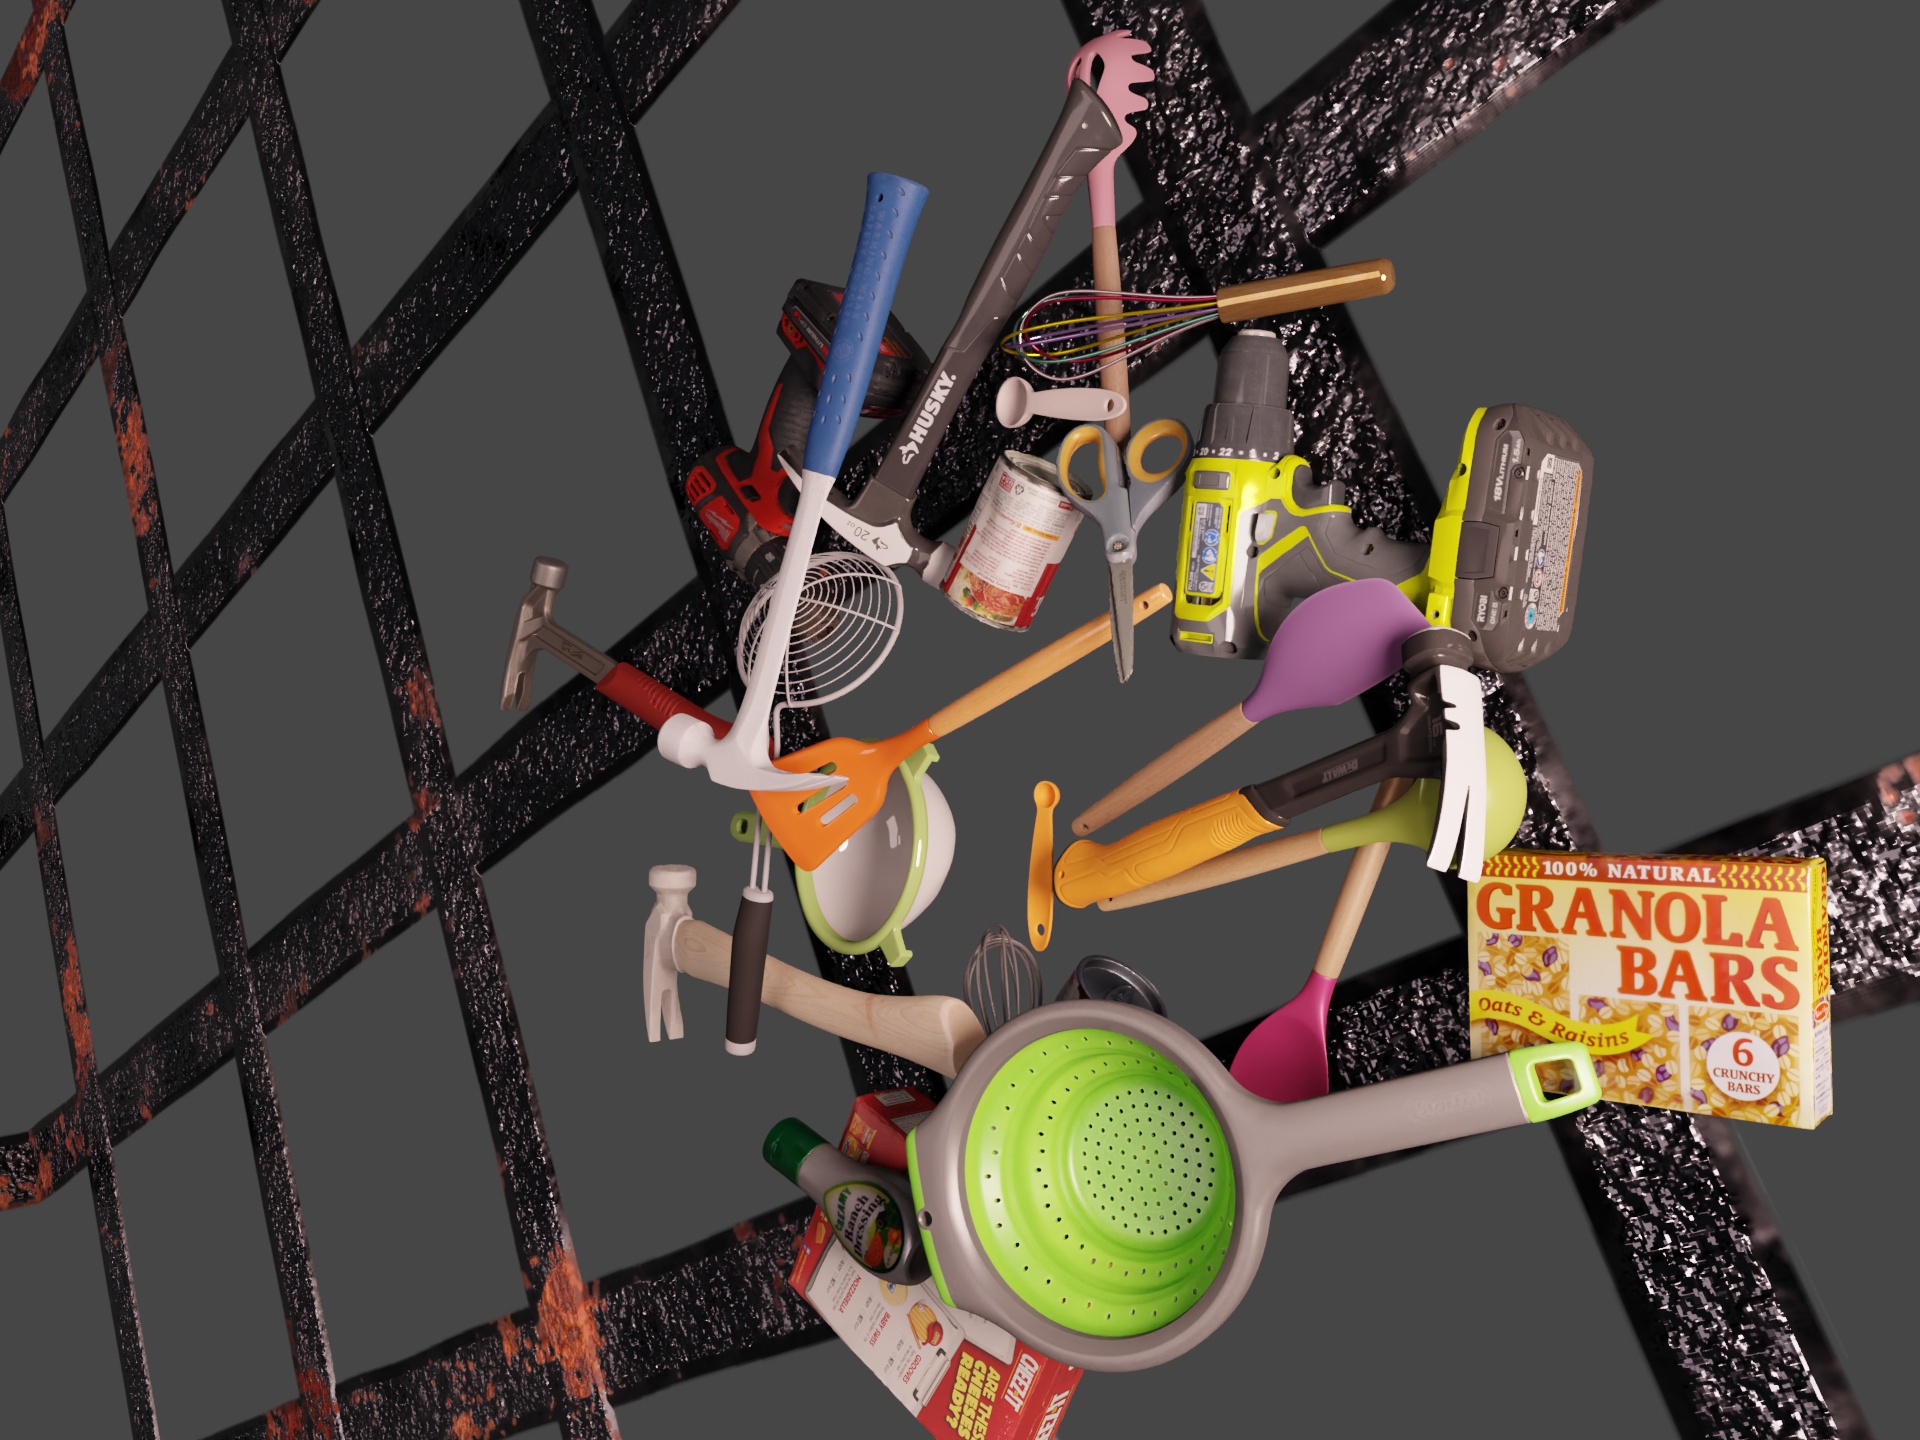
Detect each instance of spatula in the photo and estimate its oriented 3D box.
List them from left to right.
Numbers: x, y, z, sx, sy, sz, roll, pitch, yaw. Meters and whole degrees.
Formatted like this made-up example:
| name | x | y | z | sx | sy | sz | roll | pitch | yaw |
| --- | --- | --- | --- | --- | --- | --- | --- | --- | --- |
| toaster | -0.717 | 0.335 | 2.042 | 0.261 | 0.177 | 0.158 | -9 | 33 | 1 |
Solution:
| name | x | y | z | sx | sy | sz | roll | pitch | yaw |
| --- | --- | --- | --- | --- | --- | --- | --- | --- | --- |
| spatula | -0.002 | -0.003 | 1.011 | 0.322 | 0.041 | 0.081 | -30 | 92 | 30 |
| spatula | 0.152 | 0.004 | 0.929 | 0.060 | 0.018 | 0.316 | 47 | 141 | -1 |

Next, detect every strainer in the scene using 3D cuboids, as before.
| name | x | y | z | sx | sy | sz | roll | pitch | yaw |
| --- | --- | --- | --- | --- | --- | --- | --- | --- | --- |
| strainer | -0.081 | 0.089 | 1.163 | 0.256 | 0.069 | 0.151 | 2 | 84 | 53 |

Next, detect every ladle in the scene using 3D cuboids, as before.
| name | x | y | z | sx | sy | sz | roll | pitch | yaw |
| --- | --- | --- | --- | --- | --- | --- | --- | --- | --- |
| ladle | 0.182 | 0.072 | 0.912 | 0.320 | 0.062 | 0.078 | -24 | 60 | 47 |

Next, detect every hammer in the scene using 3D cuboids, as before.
| name | x | y | z | sx | sy | sz | roll | pitch | yaw |
| --- | --- | --- | --- | --- | --- | --- | --- | --- | --- |
| hammer | -0.279 | -0.016 | 1.353 | 0.359 | 0.036 | 0.149 | 28 | 108 | 38 |
| hammer | -0.124 | 0.208 | 1.172 | 0.411 | 0.038 | 0.146 | 7 | 96 | 51 |
| hammer | -0.089 | -0.148 | 1.029 | 0.144 | 0.035 | 0.405 | 20 | 96 | 34 |
| hammer | 0.004 | -0.256 | 1.042 | 0.146 | 0.035 | 0.334 | 30 | 114 | -1 |
| hammer | 0.157 | 0.062 | 0.897 | 0.337 | 0.034 | 0.127 | -31 | 48 | 53 |

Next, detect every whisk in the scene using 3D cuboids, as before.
| name | x | y | z | sx | sy | sz | roll | pitch | yaw |
| --- | --- | --- | --- | --- | --- | --- | --- | --- | --- |
| whisk | 0.033 | 0.246 | 1.028 | 0.055 | 0.055 | 0.239 | -28 | 54 | 38 |
| whisk | 0.137 | -0.246 | 0.958 | 0.245 | 0.047 | 0.051 | -4 | 55 | 26 |

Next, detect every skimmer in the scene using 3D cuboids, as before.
| name | x | y | z | sx | sy | sz | roll | pitch | yaw |
| --- | --- | --- | --- | --- | --- | --- | --- | --- | --- |
| skimmer | -0.117 | 0.061 | 1.132 | 0.127 | 0.090 | 0.363 | 18 | 107 | 34 |

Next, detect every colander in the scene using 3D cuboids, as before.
| name | x | y | z | sx | sy | sz | roll | pitch | yaw |
| --- | --- | --- | --- | --- | --- | --- | --- | --- | --- |
| colander | 0.162 | 0.240 | 0.900 | 0.397 | 0.094 | 0.205 | -21 | 74 | 26 |

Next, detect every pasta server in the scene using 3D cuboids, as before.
| name | x | y | z | sx | sy | sz | roll | pitch | yaw |
| --- | --- | --- | --- | --- | --- | --- | --- | --- | --- |
| pasta server | 0.099 | -0.290 | 1.028 | 0.060 | 0.040 | 0.316 | -3 | 92 | 42 |

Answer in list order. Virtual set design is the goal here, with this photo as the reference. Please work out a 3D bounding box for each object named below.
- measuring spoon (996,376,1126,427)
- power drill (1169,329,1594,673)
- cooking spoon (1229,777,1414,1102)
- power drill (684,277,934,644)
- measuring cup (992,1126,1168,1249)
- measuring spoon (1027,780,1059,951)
| name | x | y | z | sx | sy | sz | roll | pitch | yaw |
| --- | --- | --- | --- | --- | --- | --- | --- | --- | --- |
| measuring spoon | 0.069 | -0.208 | 1.048 | 0.124 | 0.018 | 0.034 | 15 | 101 | 49 |
| power drill | 0.221 | -0.121 | 0.884 | 0.229 | 0.080 | 0.190 | 12 | 98 | 44 |
| cooking spoon | 0.220 | 0.123 | 0.921 | 0.069 | 0.017 | 0.319 | 29 | 109 | 40 |
| power drill | -0.108 | -0.187 | 1.179 | 0.188 | 0.080 | 0.226 | 54 | 125 | 28 |
| measuring cup | 0.065 | 0.288 | 1.046 | 0.168 | 0.038 | 0.083 | 15 | 99 | 43 |
| measuring spoon | 0.058 | 0.098 | 1.073 | 0.021 | 0.011 | 0.117 | 8 | 99 | 42 |
